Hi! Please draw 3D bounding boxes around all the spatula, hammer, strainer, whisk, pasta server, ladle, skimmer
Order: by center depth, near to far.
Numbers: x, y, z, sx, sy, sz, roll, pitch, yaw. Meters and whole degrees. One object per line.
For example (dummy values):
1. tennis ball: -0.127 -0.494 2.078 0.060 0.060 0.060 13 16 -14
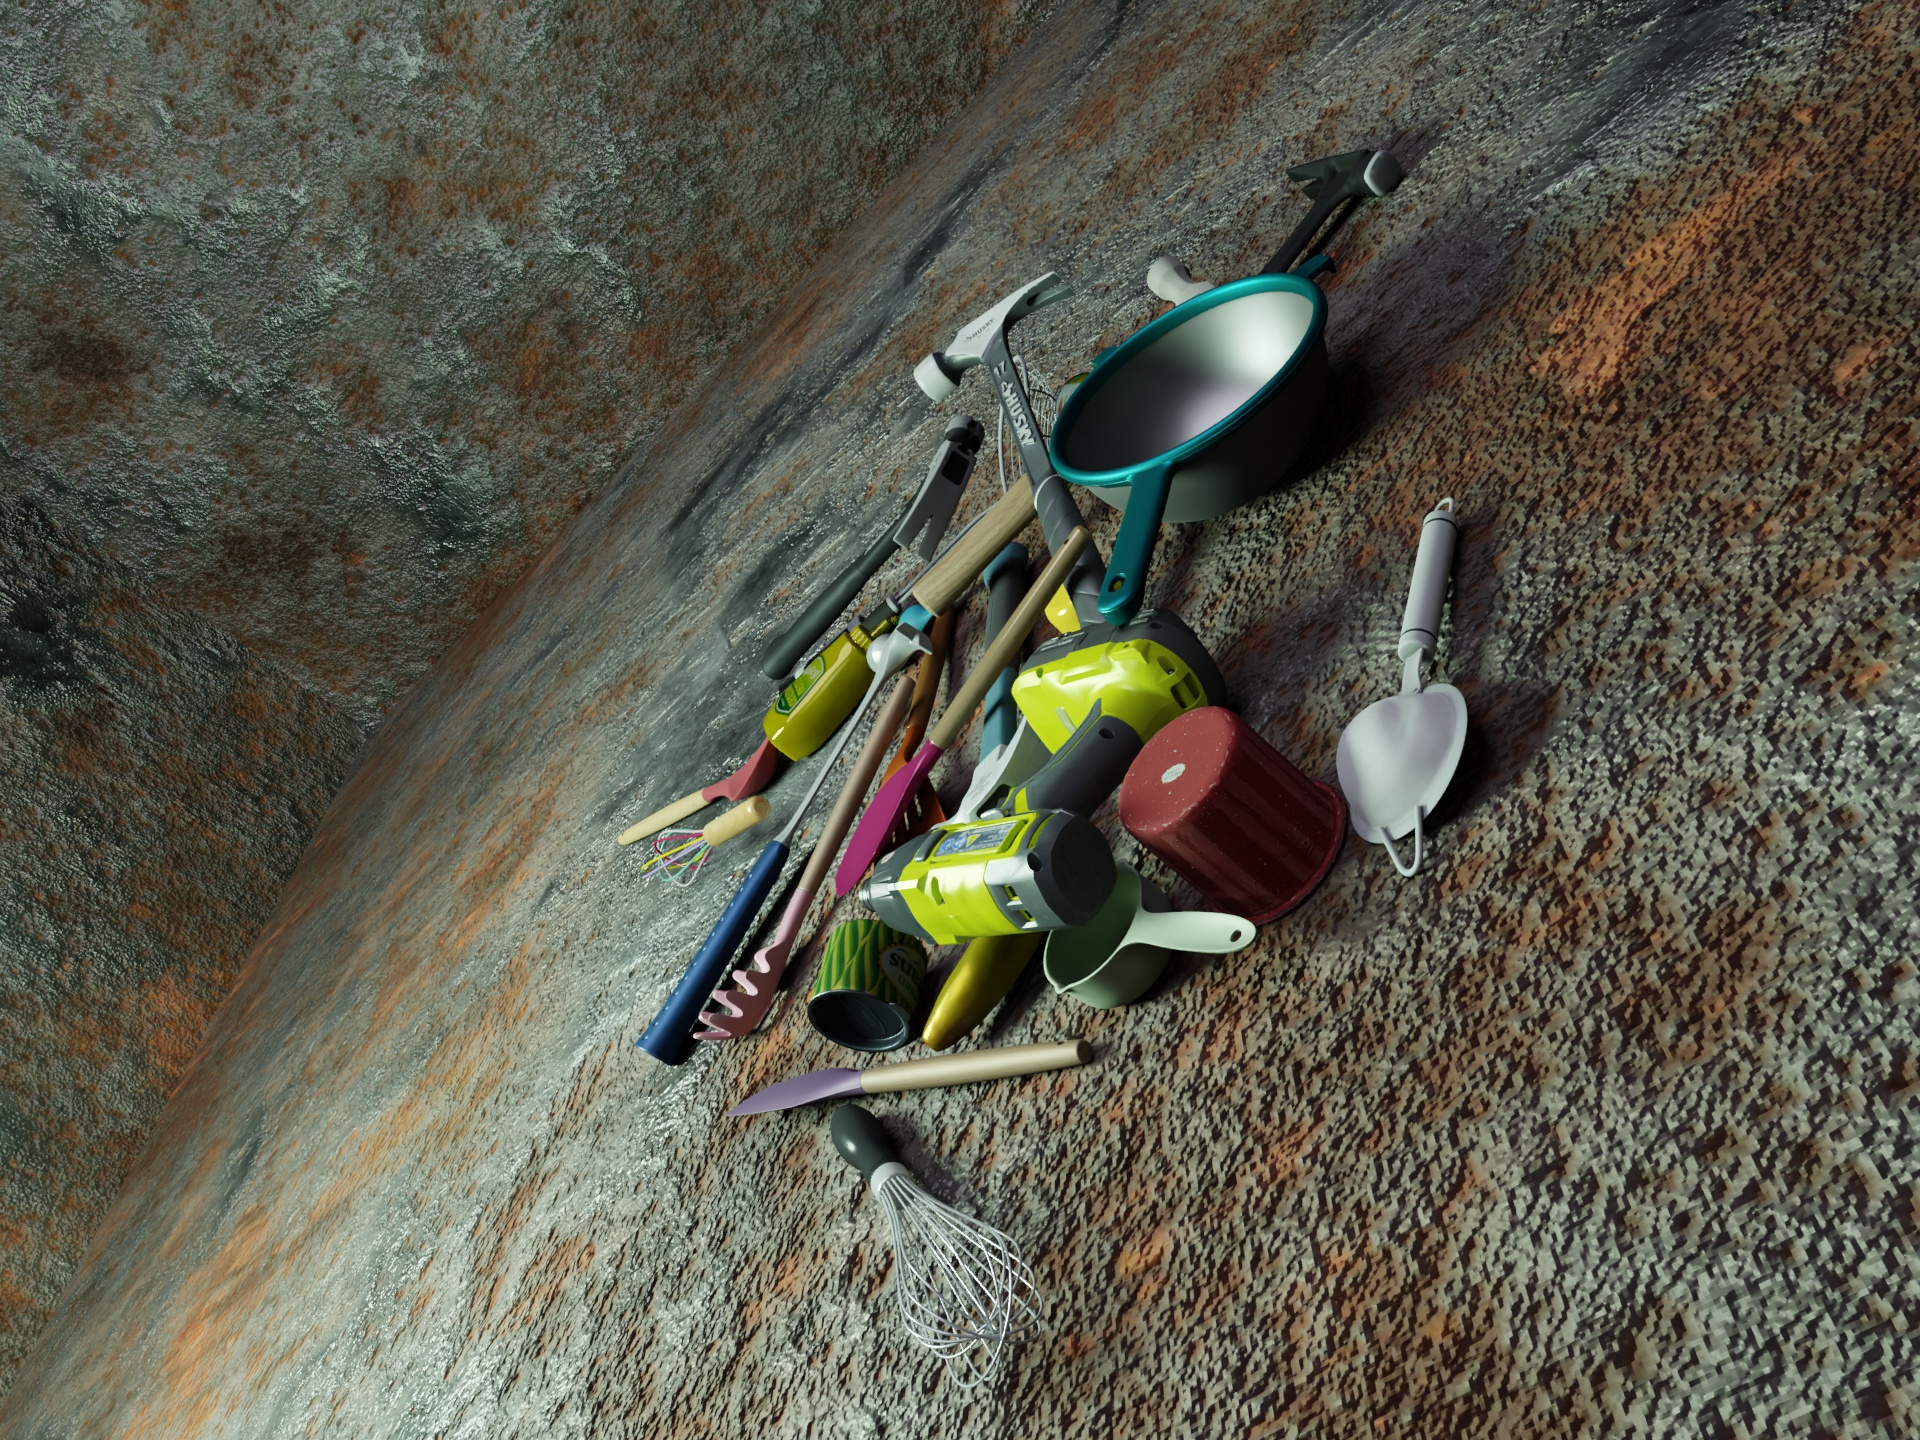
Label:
1. strainer: 0.231 -0.032 0.819 0.087 0.050 0.259 -46 16 49
2. whisk: -0.026 0.258 0.840 0.070 0.070 0.285 -53 19 -5
3. spatula: -0.037 0.213 0.954 0.316 0.018 0.060 -21 4 46
4. strainer: 0.155 -0.159 1.051 0.211 0.095 0.341 -17 38 35
5. hammer: 0.030 -0.036 1.183 0.128 0.033 0.331 -45 22 29
6. hammer: 0.066 -0.184 1.187 0.149 0.036 0.409 -37 46 22
7. pasta server: -0.111 0.102 1.202 0.316 0.040 0.060 -65 11 -15
8. hammer: 0.087 -0.206 1.238 0.331 0.031 0.130 -45 53 12
9. spatula: -0.026 0.001 1.253 0.081 0.041 0.323 -37 23 30
10. hammer: 0.212 -0.315 1.271 0.337 0.034 0.127 -52 24 -3
11. hammer: -0.139 0.091 1.280 0.405 0.035 0.144 -60 9 -15
12. whisk: -0.221 0.103 1.395 0.245 0.047 0.051 -29 41 55
13. hammer: -0.092 -0.125 1.403 0.334 0.035 0.146 -41 22 46
14. skimmer: -0.039 -0.165 1.431 0.363 0.090 0.127 -45 25 14
15. ladle: -0.261 0.080 1.554 0.315 0.031 0.069 -26 31 48

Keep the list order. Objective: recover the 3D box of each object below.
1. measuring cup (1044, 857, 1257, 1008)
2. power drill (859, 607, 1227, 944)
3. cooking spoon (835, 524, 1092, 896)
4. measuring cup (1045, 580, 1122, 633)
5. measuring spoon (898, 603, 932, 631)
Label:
1. measuring cup: 0.106 0.115 0.819 0.167 0.038 0.083 -9 49 59
2. power drill: 0.046 0.037 0.919 0.171 0.080 0.223 -14 28 46
3. cooking spoon: -0.002 -0.004 1.126 0.319 0.017 0.069 -56 19 14
4. measuring cup: 0.084 -0.061 1.133 0.062 0.029 0.157 -37 26 29
5. measuring spoon: -0.024 -0.110 1.366 0.128 0.021 0.042 -52 11 46
